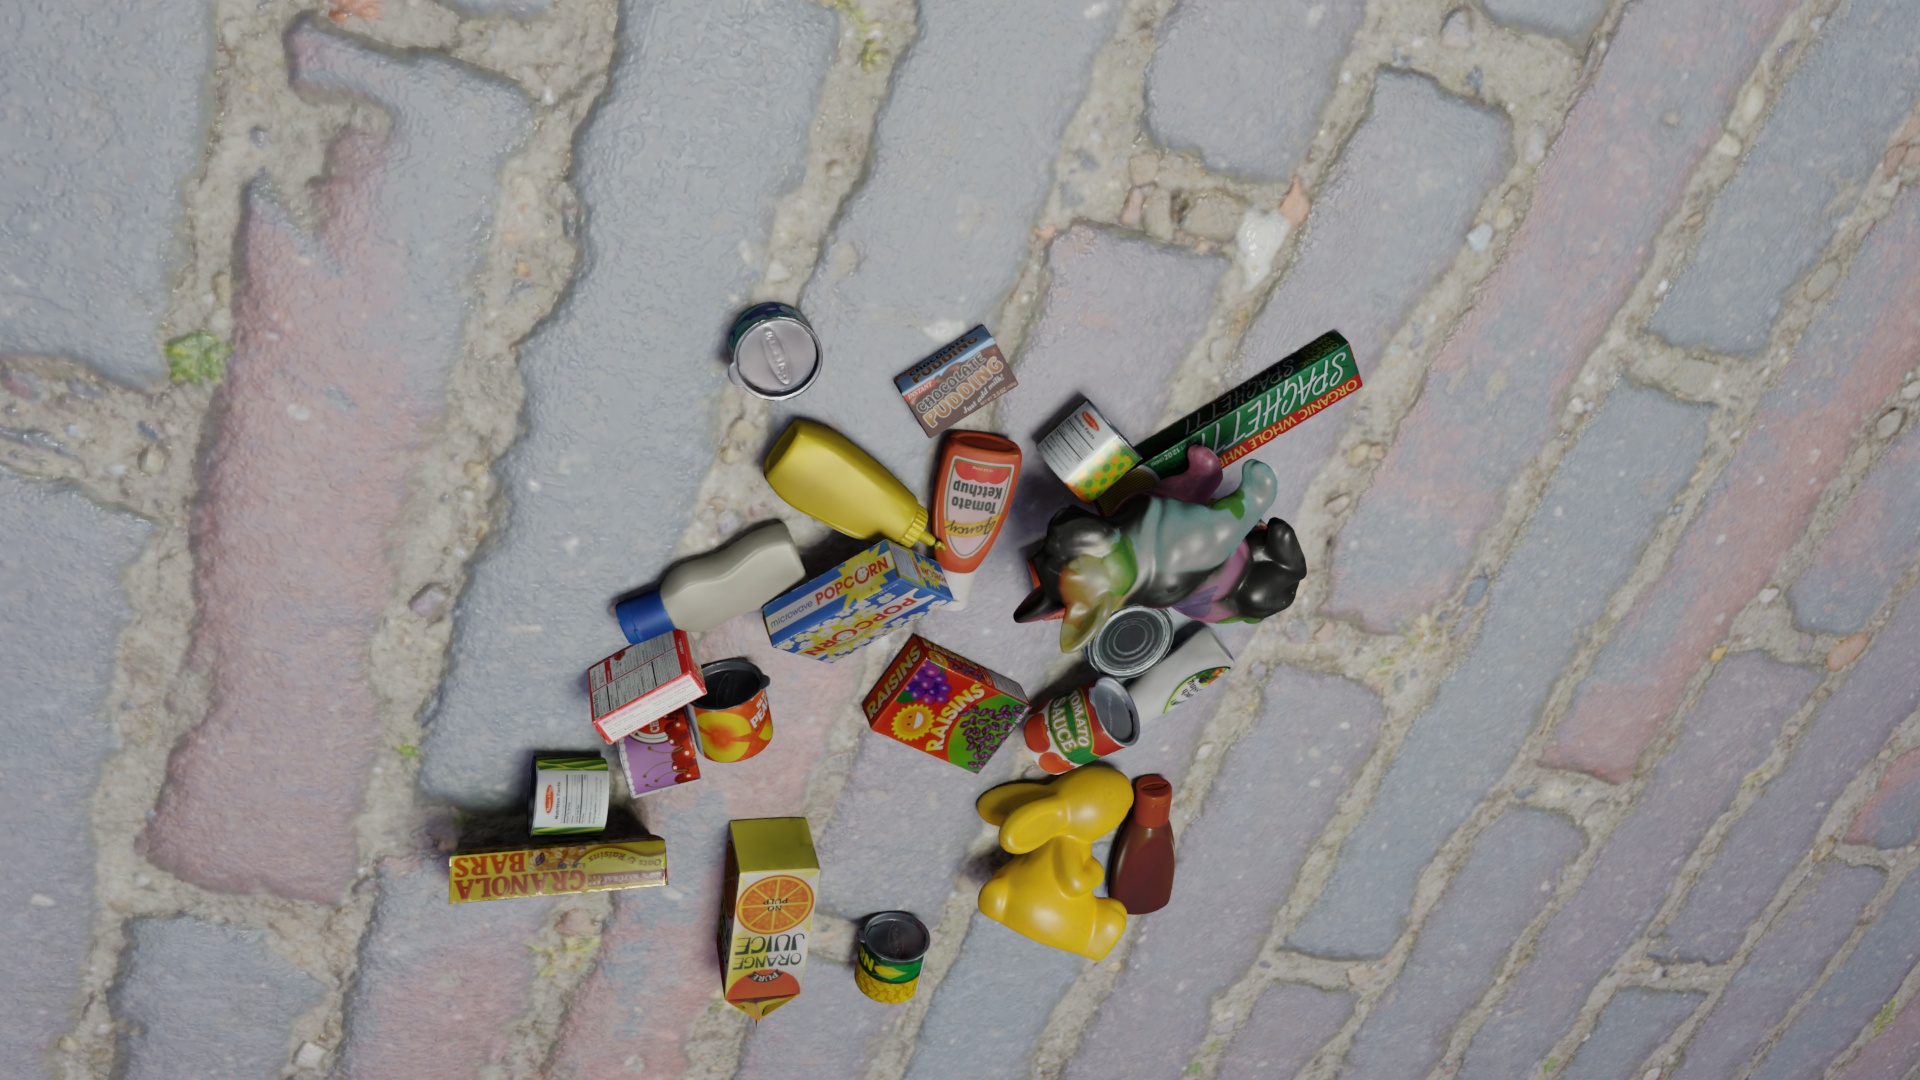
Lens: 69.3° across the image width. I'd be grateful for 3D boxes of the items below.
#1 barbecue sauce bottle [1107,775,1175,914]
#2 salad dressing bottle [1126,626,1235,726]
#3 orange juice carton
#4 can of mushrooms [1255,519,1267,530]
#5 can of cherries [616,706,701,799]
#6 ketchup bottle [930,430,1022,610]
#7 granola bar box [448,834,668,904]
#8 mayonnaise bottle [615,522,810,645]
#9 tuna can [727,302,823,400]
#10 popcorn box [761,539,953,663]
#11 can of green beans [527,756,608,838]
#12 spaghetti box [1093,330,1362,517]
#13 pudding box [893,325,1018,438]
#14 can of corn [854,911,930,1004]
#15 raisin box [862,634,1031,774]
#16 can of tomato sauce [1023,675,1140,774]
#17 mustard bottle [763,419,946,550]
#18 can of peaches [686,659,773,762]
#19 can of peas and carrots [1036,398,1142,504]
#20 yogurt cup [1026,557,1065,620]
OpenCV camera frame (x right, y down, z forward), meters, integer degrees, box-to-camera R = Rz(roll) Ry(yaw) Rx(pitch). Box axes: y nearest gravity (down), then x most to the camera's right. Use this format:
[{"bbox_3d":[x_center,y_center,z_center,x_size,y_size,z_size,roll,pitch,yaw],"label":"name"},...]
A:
[{"bbox_3d":[0.184,0.302,1.378,0.065,0.044,0.147,-6,120,-16],"label":"barbecue sauce bottle"},{"bbox_3d":[0.181,0.139,1.279,0.147,0.044,0.064,-38,155,12],"label":"salad dressing bottle"},{"bbox_3d":[-0.180,0.351,1.267,0.073,0.072,0.191,1,118,-18],"label":"orange juice carton"},{"bbox_3d":[0.245,0.005,1.232,0.071,0.033,0.070,-8,120,-14],"label":"can of mushrooms"},{"bbox_3d":[-0.249,0.171,1.143,0.058,0.072,0.071,-13,122,-11],"label":"can of cherries"},{"bbox_3d":[0.004,-0.014,1.134,0.065,0.044,0.148,9,117,-9],"label":"ketchup bottle"},{"bbox_3d":[-0.330,0.267,1.141,0.166,0.124,0.039,-1,80,-18],"label":"granola bar box"},{"bbox_3d":[-0.197,0.039,1.099,0.148,0.041,0.064,-21,130,-5],"label":"mayonnaise bottle"},{"bbox_3d":[-0.139,-0.138,1.020,0.071,0.033,0.070,-8,121,-14],"label":"tuna can"},{"bbox_3d":[-0.082,0.051,1.106,0.126,0.038,0.085,-28,154,20],"label":"popcorn box"},{"bbox_3d":[-0.323,0.211,1.140,0.058,0.071,0.071,5,117,-22],"label":"can of green beans"},{"bbox_3d":[0.223,-0.092,1.171,0.250,0.029,0.050,-31,125,1],"label":"spaghetti box"},{"bbox_3d":[-0.003,-0.123,1.076,0.084,0.030,0.049,-31,123,1],"label":"pudding box"},{"bbox_3d":[-0.069,0.401,1.337,0.071,0.071,0.058,2,119,-19],"label":"can of corn"},{"bbox_3d":[-0.012,0.145,1.224,0.123,0.040,0.086,28,108,-31],"label":"raisin box"},{"bbox_3d":[0.106,0.166,1.241,0.083,0.071,0.071,-29,129,34],"label":"can of tomato sauce"},{"bbox_3d":[-0.076,-0.032,1.087,0.160,0.049,0.065,33,108,-25],"label":"mustard bottle"},{"bbox_3d":[-0.188,0.141,1.144,0.071,0.071,0.057,-12,123,-12],"label":"can of peaches"},{"bbox_3d":[0.105,-0.070,1.123,0.058,0.071,0.071,-42,123,9],"label":"can of peas and carrots"},{"bbox_3d":[0.089,0.036,1.180,0.054,0.073,0.072,-15,123,0],"label":"yogurt cup"}]
